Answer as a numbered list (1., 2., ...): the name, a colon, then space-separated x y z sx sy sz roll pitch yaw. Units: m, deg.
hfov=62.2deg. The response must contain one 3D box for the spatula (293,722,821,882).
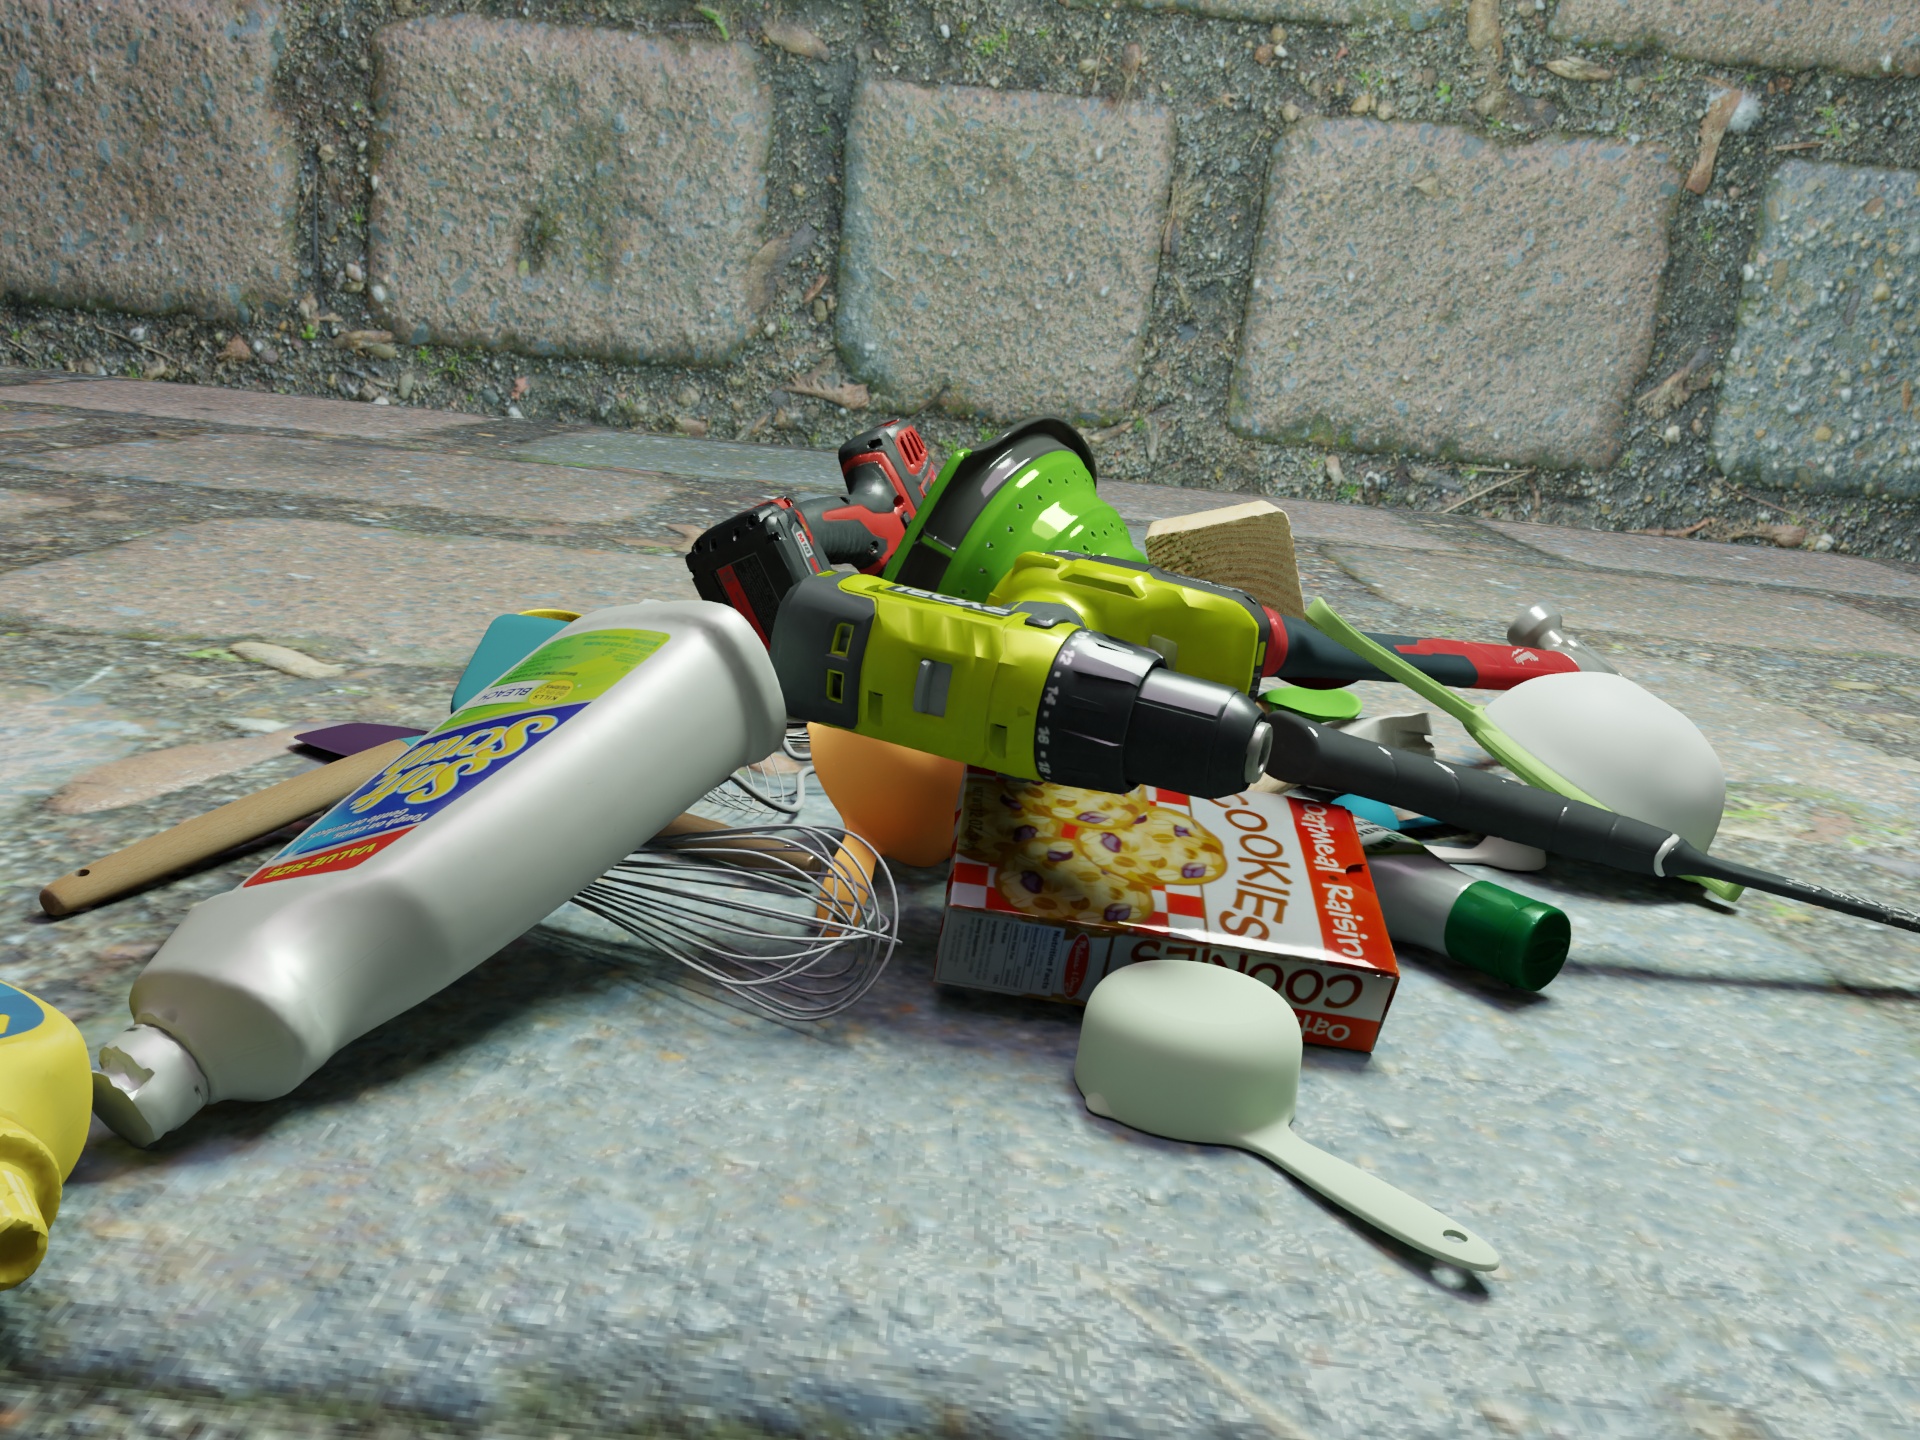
1. spatula: -0.198 0.033 0.765 0.316 0.018 0.060 13 17 29

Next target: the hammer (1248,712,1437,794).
1. hammer: 0.134 0.039 0.804 0.130 0.031 0.331 -10 5 42

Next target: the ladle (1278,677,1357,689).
1. ladle: 0.191 -0.045 1.129 0.069 0.031 0.315 -3 6 -21

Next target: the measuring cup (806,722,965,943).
1. measuring cup: -0.026 0.036 0.700 0.095 0.052 0.174 42 24 -12

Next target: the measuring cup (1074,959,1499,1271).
1. measuring cup: 0.103 0.119 0.505 0.083 0.038 0.168 -4 15 -34

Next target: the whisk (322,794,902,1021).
1. whisk: -0.148 0.060 0.619 0.285 0.070 0.070 7 13 28

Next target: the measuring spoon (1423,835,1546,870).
1. measuring spoon: 0.245 0.063 0.829 0.124 0.018 0.034 4 14 -5

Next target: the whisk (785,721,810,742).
1. whisk: -0.157 -0.007 0.891 0.239 0.055 0.055 -6 18 -29

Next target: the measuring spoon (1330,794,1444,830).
1. measuring spoon: 0.243 0.047 0.866 0.128 0.021 0.042 -2 -2 -38

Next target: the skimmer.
1. skimmer: -0.001 -0.003 0.842 0.363 0.090 0.127 1 40 -25

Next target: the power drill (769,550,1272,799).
1. power drill: 0.054 -0.020 0.671 0.191 0.080 0.228 14 13 21

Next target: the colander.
1. colander: 0.076 -0.059 1.015 0.094 0.204 0.397 31 5 21

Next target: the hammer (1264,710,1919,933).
1. hammer: 0.329 0.061 0.705 0.409 0.036 0.149 16 11 -3

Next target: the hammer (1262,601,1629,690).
1. hammer: 0.305 -0.025 0.965 0.386 0.038 0.143 1 43 -43

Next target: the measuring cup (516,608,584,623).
1. measuring cup: -0.243 -0.028 0.998 0.062 0.029 0.157 -2 28 -28

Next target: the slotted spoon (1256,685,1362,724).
1. slotted spoon: 0.171 -0.005 0.974 0.070 0.031 0.313 12 8 32

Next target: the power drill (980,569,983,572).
1. power drill: 0.117 -0.102 1.262 0.219 0.078 0.143 1 -4 -8

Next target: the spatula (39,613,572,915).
1. spatula: -0.274 0.013 0.721 0.082 0.044 0.317 12 21 20

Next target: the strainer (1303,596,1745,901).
1. strainer: 0.305 -0.012 0.843 0.256 0.069 0.151 32 17 -5

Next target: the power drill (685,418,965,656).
1. power drill: -0.061 -0.089 1.063 0.080 0.188 0.227 -18 13 35
